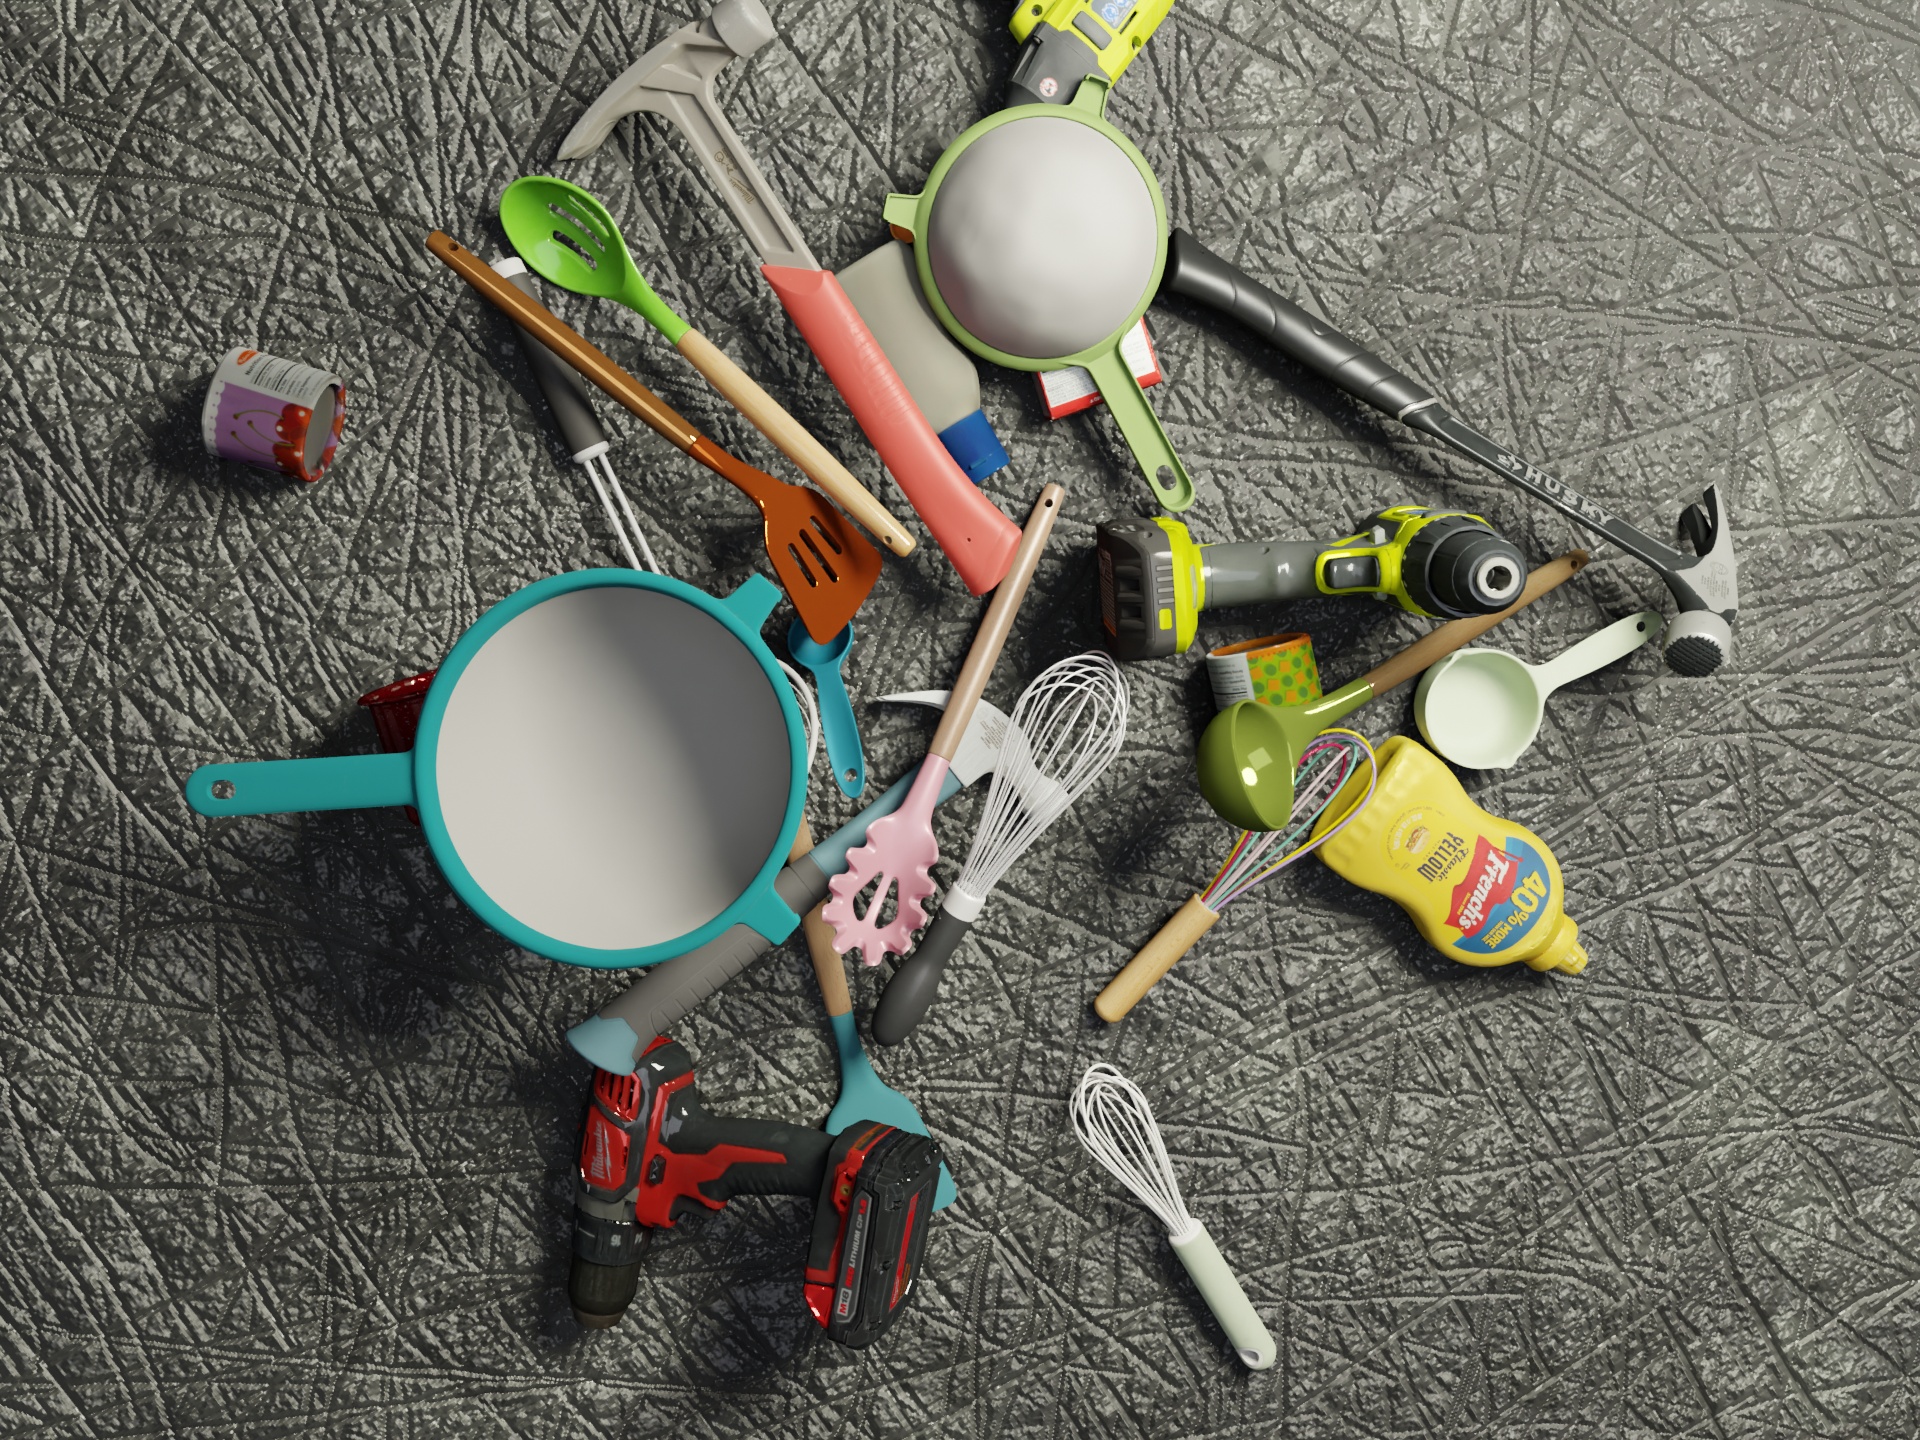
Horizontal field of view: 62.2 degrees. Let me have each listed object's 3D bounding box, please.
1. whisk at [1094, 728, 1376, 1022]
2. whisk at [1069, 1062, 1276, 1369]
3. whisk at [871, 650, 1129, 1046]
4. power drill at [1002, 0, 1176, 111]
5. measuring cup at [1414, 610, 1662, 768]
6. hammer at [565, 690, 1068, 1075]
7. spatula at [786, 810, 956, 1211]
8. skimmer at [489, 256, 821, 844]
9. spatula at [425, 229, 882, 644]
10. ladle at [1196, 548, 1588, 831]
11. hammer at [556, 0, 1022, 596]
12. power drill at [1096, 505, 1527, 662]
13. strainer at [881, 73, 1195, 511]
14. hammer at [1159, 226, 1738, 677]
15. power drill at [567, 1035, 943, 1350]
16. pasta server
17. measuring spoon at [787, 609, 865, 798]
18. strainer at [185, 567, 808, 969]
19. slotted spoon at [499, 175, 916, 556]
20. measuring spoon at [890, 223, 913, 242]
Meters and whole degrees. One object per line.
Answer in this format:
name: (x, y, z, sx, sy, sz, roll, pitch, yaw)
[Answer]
whisk: (0.168, 0.099, 1.005, 0.047, 0.051, 0.245, 33, 105, -30)
whisk: (0.143, 0.328, 1.043, 0.058, 0.059, 0.246, -22, 105, 36)
whisk: (0.017, 0.081, 0.952, 0.070, 0.070, 0.284, 28, 106, -7)
power drill: (0.014, -0.456, 0.920, 0.223, 0.080, 0.171, 37, 93, -11)
measuring cup: (0.368, -0.029, 1.018, 0.167, 0.038, 0.083, -27, 98, -3)
hammer: (-0.095, 0.102, 0.974, 0.331, 0.033, 0.128, -38, 97, -10)
spatula: (-0.080, 0.162, 1.004, 0.082, 0.044, 0.317, -14, 97, -5)
skimmer: (-0.198, -0.102, 0.938, 0.127, 0.090, 0.363, -24, 98, 5)
spatula: (-0.180, -0.173, 0.935, 0.322, 0.041, 0.081, 38, 57, -9)
ladle: (0.270, -0.031, 0.953, 0.320, 0.062, 0.078, -29, 103, -19)
hammer: (-0.083, -0.226, 0.931, 0.149, 0.037, 0.359, -29, 99, 26)
power drill: (0.200, -0.084, 0.924, 0.228, 0.190, 0.080, -5, 100, 1)
strainer: (0.076, -0.230, 0.919, 0.151, 0.069, 0.256, -30, 105, 2)
hammer: (0.298, -0.183, 0.971, 0.409, 0.036, 0.149, 32, 51, 0)
power drill: (-0.139, 0.308, 0.975, 0.227, 0.080, 0.188, 13, 97, 17)
pasta server: (-0.002, -0.003, 0.959, 0.060, 0.040, 0.316, 24, 81, -1)
measuring spoon: (-0.075, -0.010, 0.970, 0.042, 0.021, 0.129, -17, 68, 8)
strainer: (-0.245, 0.029, 0.881, 0.340, 0.095, 0.211, -3, 90, 6)
slotted spoon: (-0.145, -0.207, 0.940, 0.314, 0.031, 0.070, 43, 135, -2)
measuring spoon: (0.012, -0.284, 0.975, 0.117, 0.011, 0.021, 19, 101, -10)
